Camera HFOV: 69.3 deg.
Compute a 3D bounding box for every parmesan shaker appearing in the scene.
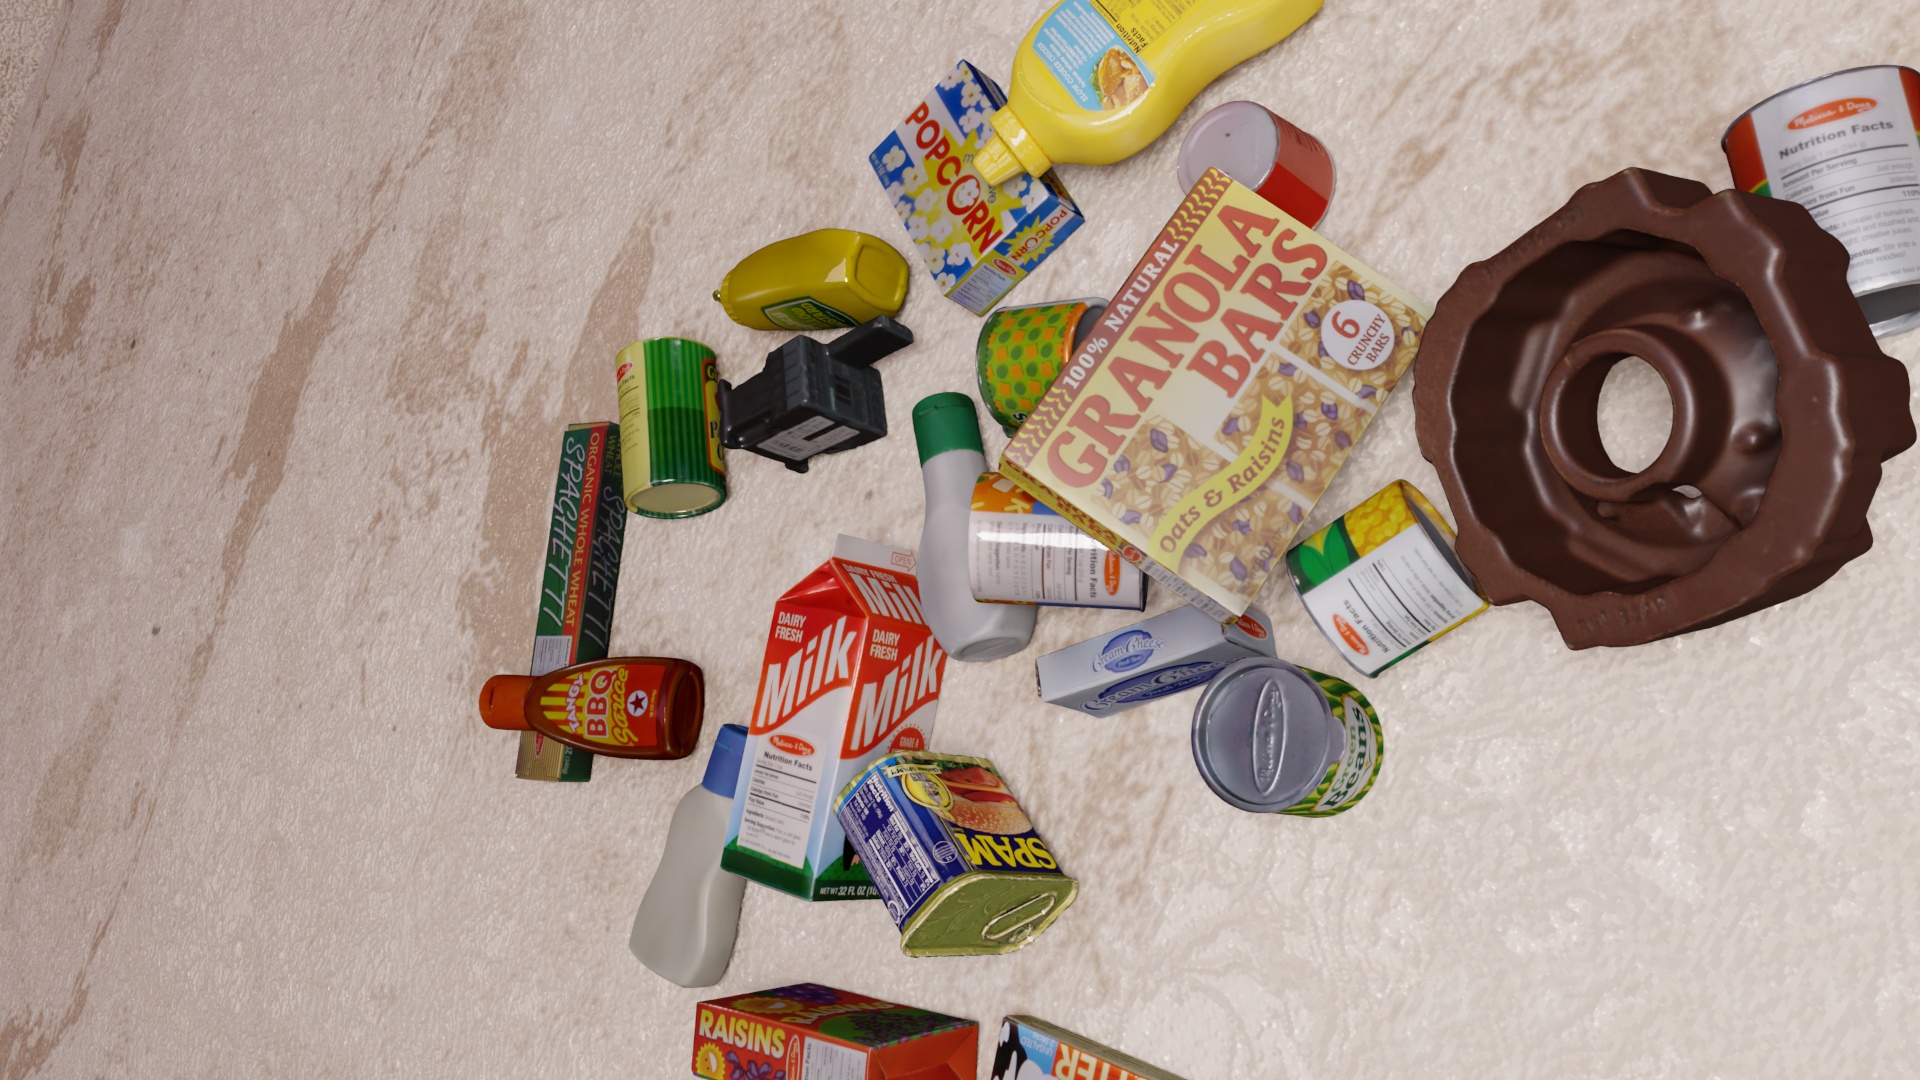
[{"bbox_3d":[-0.190,-0.071,0.910,0.071,0.071,0.103,-22,67,33],"label":"parmesan shaker"}]

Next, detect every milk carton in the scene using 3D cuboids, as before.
[{"bbox_3d":[-0.063,0.094,0.762,0.073,0.072,0.190,7,84,39],"label":"milk carton"}]

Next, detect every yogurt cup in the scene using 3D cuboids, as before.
[{"bbox_3d":[0.143,-0.180,0.683,0.072,0.054,0.072,-10,73,36],"label":"yogurt cup"}]

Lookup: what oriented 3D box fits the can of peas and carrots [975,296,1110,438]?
[{"bbox_3d":[0.050,-0.089,0.724,0.058,0.071,0.071,0,79,38],"label":"can of peas and carrots"}]

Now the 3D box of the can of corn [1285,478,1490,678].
[{"bbox_3d":[0.183,0.015,0.595,0.058,0.071,0.071,-37,58,25],"label":"can of corn"}]

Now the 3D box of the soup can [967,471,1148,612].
[{"bbox_3d":[0.051,-0.001,0.683,0.084,0.071,0.071,3,79,10],"label":"soup can"}]

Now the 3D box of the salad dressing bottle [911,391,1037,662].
[{"bbox_3d":[0.003,-0.009,0.756,0.064,0.044,0.148,-23,64,26],"label":"salad dressing bottle"}]

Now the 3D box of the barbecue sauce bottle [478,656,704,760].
[{"bbox_3d":[-0.238,0.106,0.890,0.148,0.043,0.065,-1,76,22],"label":"barbecue sauce bottle"}]

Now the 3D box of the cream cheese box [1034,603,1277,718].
[{"bbox_3d":[0.092,0.057,0.660,0.103,0.053,0.024,-23,61,32],"label":"cream cheese box"}]

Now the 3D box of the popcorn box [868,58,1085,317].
[{"bbox_3d":[0.006,-0.206,0.807,0.085,0.038,0.127,-40,57,22],"label":"popcorn box"}]

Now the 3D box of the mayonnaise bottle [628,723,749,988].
[{"bbox_3d":[-0.148,0.184,0.825,0.065,0.041,0.148,18,89,38],"label":"mayonnaise bottle"}]

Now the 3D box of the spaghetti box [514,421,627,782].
[{"bbox_3d":[-0.265,0.041,0.962,0.050,0.028,0.250,-3,77,37],"label":"spaghetti box"}]

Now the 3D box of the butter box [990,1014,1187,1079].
[{"bbox_3d":[0.060,0.264,0.650,0.103,0.024,0.053,8,83,39],"label":"butter box"}]

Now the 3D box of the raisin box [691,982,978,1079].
[{"bbox_3d":[-0.065,0.260,0.709,0.123,0.086,0.040,-1,83,38],"label":"raisin box"}]

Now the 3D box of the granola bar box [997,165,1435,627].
[{"bbox_3d":[0.114,-0.064,0.616,0.124,0.039,0.166,35,79,6],"label":"granola bar box"}]

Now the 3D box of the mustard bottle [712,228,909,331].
[{"bbox_3d":[-0.104,-0.157,0.868,0.160,0.065,0.049,0,73,44],"label":"mustard bottle"}]

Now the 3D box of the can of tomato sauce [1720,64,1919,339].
[{"bbox_3d":[0.328,-0.120,0.513,0.071,0.071,0.083,-16,72,35],"label":"can of tomato sauce"}]

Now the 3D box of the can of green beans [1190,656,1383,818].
[{"bbox_3d":[0.144,0.087,0.609,0.071,0.058,0.071,-11,72,36],"label":"can of green beans"}]
